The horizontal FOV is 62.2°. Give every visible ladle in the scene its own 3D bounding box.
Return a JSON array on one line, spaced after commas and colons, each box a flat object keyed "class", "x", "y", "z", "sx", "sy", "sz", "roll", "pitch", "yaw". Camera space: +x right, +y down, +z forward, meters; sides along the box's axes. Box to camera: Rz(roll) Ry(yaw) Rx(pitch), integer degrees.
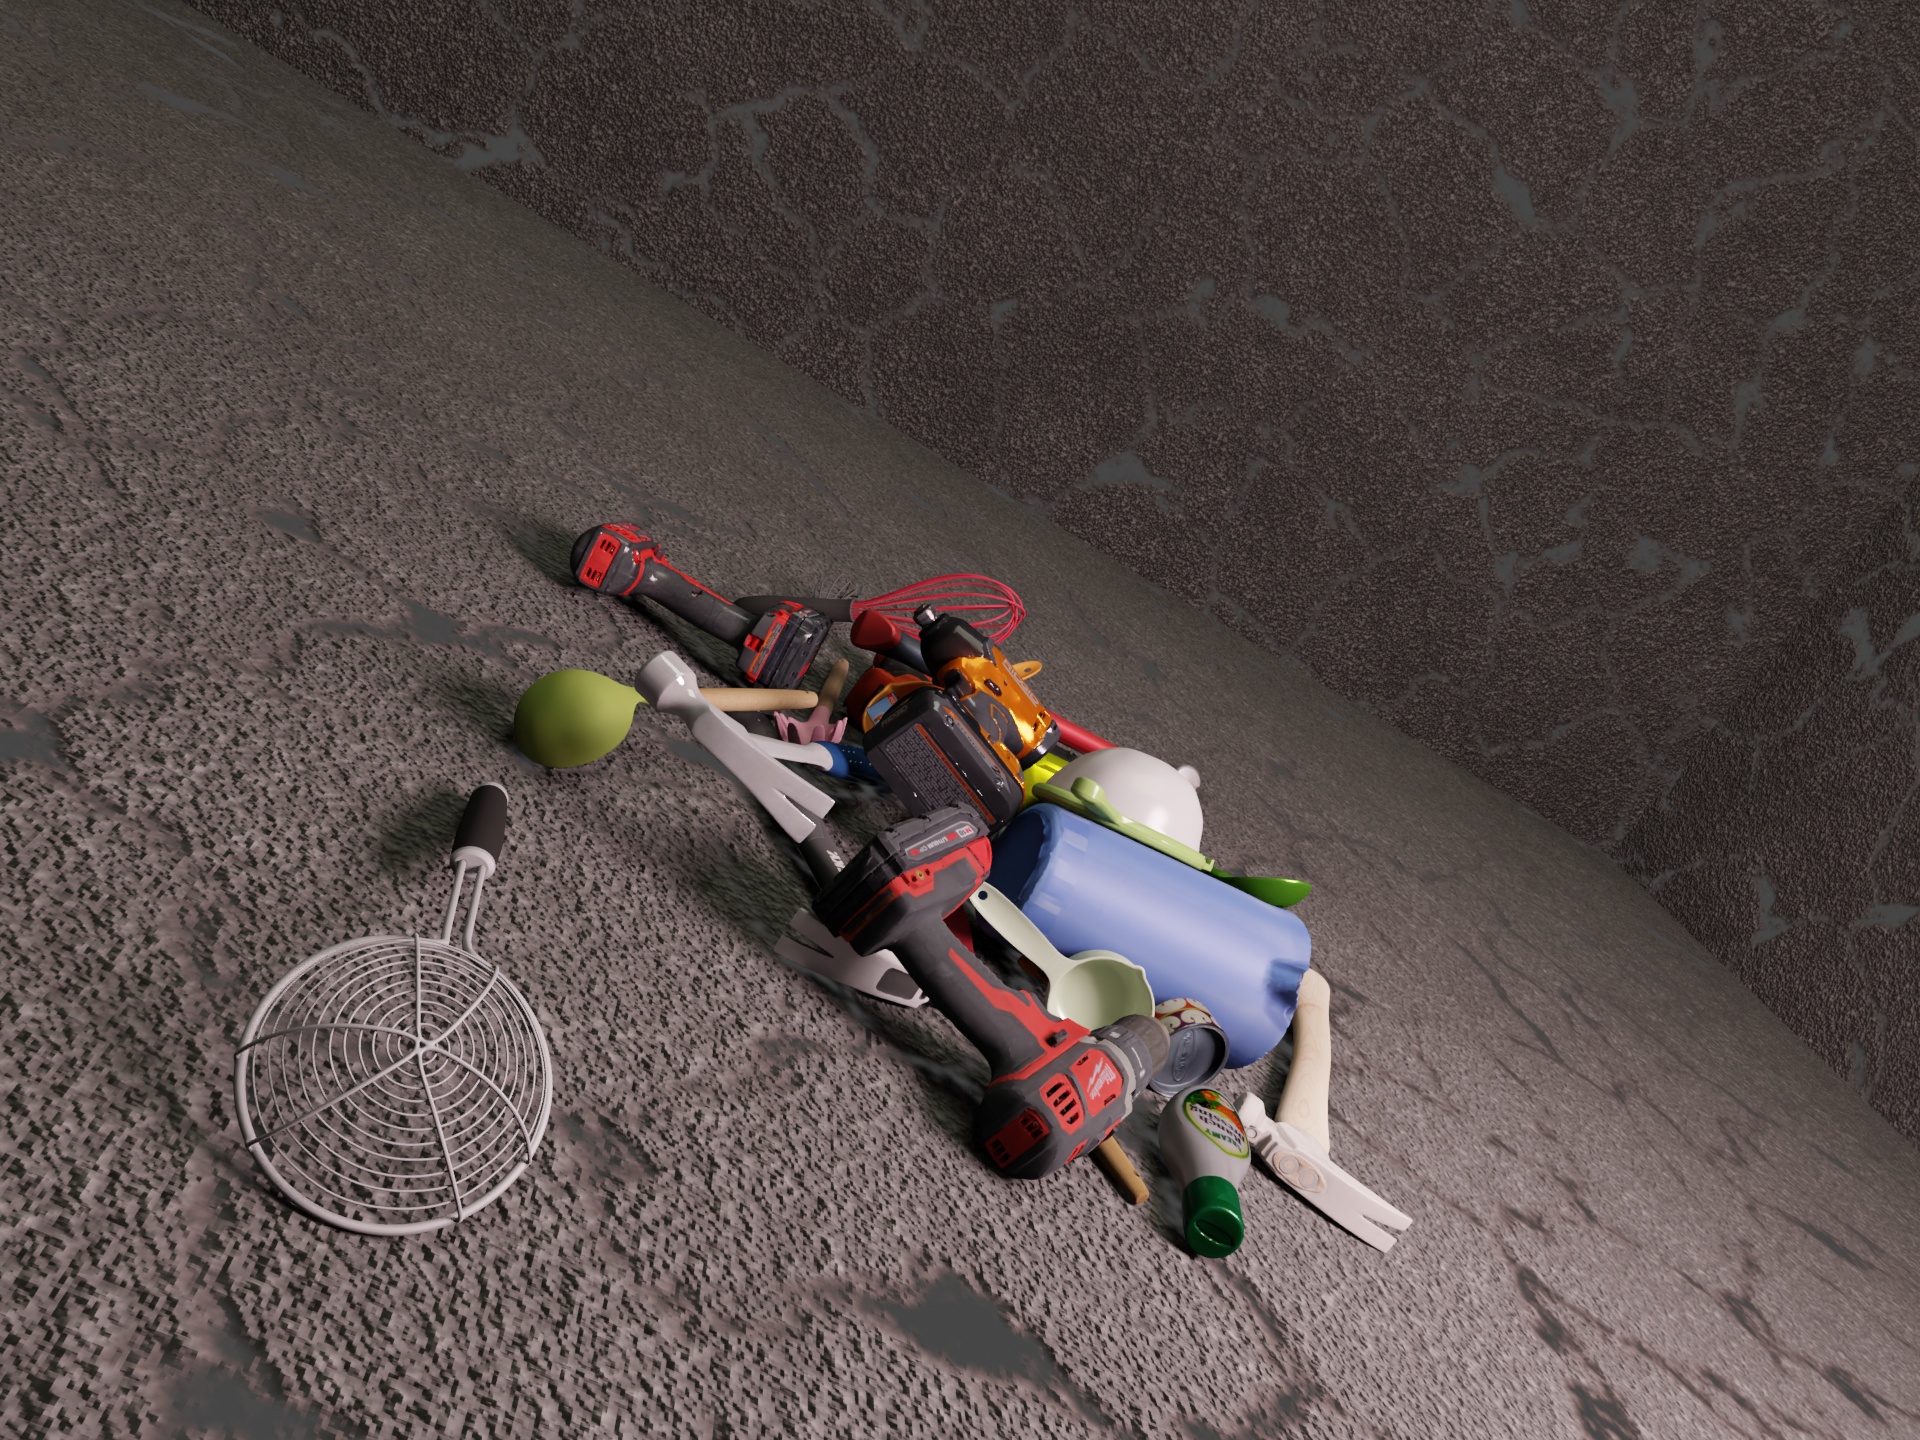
[{"class": "ladle", "x": 0.037, "y": 0.205, "z": 1.087, "sx": 0.069, "sy": 0.031, "sz": 0.316, "roll": 28, "pitch": 17, "yaw": -46}, {"class": "ladle", "x": -0.200, "y": -0.004, "z": 1.167, "sx": 0.078, "sy": 0.062, "sz": 0.320, "roll": 22, "pitch": 11, "yaw": 26}]

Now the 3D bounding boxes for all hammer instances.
[{"class": "hammer", "x": 0.295, "y": 0.293, "z": 1.312, "sx": 0.146, "sy": 0.038, "sz": 0.410, "roll": 36, "pitch": 15, "yaw": 6}, {"class": "hammer", "x": -0.111, "y": 0.084, "z": 1.145, "sx": 0.146, "sy": 0.035, "sz": 0.335, "roll": 22, "pitch": 19, "yaw": -37}, {"class": "hammer", "x": -0.103, "y": 0.030, "z": 1.159, "sx": 0.144, "sy": 0.035, "sz": 0.405, "roll": 43, "pitch": 5, "yaw": 12}, {"class": "hammer", "x": 0.050, "y": -0.011, "z": 1.526, "sx": 0.386, "sy": 0.038, "sz": 0.143, "roll": 26, "pitch": -8, "yaw": -30}]

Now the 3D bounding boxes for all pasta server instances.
[{"class": "pasta server", "x": -0.122, "y": -0.021, "z": 1.435, "sx": 0.060, "sy": 0.040, "sz": 0.316, "roll": 5, "pitch": 16, "yaw": 0}]

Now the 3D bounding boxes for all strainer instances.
[{"class": "strainer", "x": 0.125, "y": 0.050, "z": 1.227, "sx": 0.151, "sy": 0.069, "sz": 0.256, "roll": 24, "pitch": -5, "yaw": 17}]

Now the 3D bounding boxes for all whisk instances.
[{"class": "whisk", "x": -0.082, "y": -0.103, "z": 1.505, "sx": 0.296, "sy": 0.073, "sz": 0.073, "roll": 2, "pitch": 7, "yaw": 18}, {"class": "whisk", "x": -0.145, "y": -0.106, "z": 1.636, "sx": 0.055, "sy": 0.055, "sz": 0.239, "roll": 32, "pitch": 19, "yaw": -2}]

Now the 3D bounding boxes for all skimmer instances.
[{"class": "skimmer", "x": -0.257, "y": 0.115, "z": 0.779, "sx": 0.127, "sy": 0.090, "sz": 0.363, "roll": 25, "pitch": 7, "yaw": -17}]

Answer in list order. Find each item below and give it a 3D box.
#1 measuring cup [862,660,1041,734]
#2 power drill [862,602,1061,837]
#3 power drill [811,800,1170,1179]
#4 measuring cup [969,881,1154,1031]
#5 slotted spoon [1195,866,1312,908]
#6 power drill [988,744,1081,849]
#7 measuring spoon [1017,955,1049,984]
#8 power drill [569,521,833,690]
[{"class": "measuring cup", "x": -0.003, "y": -0.003, "z": 1.418, "sx": 0.173, "sy": 0.052, "sz": 0.095, "roll": -23, "pitch": 47, "yaw": -16}, {"class": "power drill", "x": -0.002, "y": -0.004, "z": 1.275, "sx": 0.164, "sy": 0.084, "sz": 0.226, "roll": 52, "pitch": 22, "yaw": -8}, {"class": "power drill", "x": 0.032, "y": 0.165, "z": 1.010, "sx": 0.227, "sy": 0.080, "sz": 0.188, "roll": 52, "pitch": 31, "yaw": 14}, {"class": "measuring cup", "x": 0.065, "y": 0.168, "z": 1.123, "sx": 0.167, "sy": 0.083, "sz": 0.038, "roll": 44, "pitch": 3, "yaw": -4}, {"class": "slotted spoon", "x": 0.185, "y": 0.123, "z": 1.421, "sx": 0.070, "sy": 0.031, "sz": 0.314, "roll": 16, "pitch": -1, "yaw": -37}, {"class": "power drill", "x": 0.058, "y": 0.089, "z": 1.390, "sx": 0.190, "sy": 0.080, "sz": 0.229, "roll": 26, "pitch": 19, "yaw": -15}, {"class": "measuring spoon", "x": 0.095, "y": 0.210, "z": 1.210, "sx": 0.117, "sy": 0.011, "sz": 0.021, "roll": 32, "pitch": 16, "yaw": -5}, {"class": "power drill", "x": -0.229, "y": -0.105, "z": 1.404, "sx": 0.219, "sy": 0.078, "sz": 0.143, "roll": 28, "pitch": 7, "yaw": -2}]
